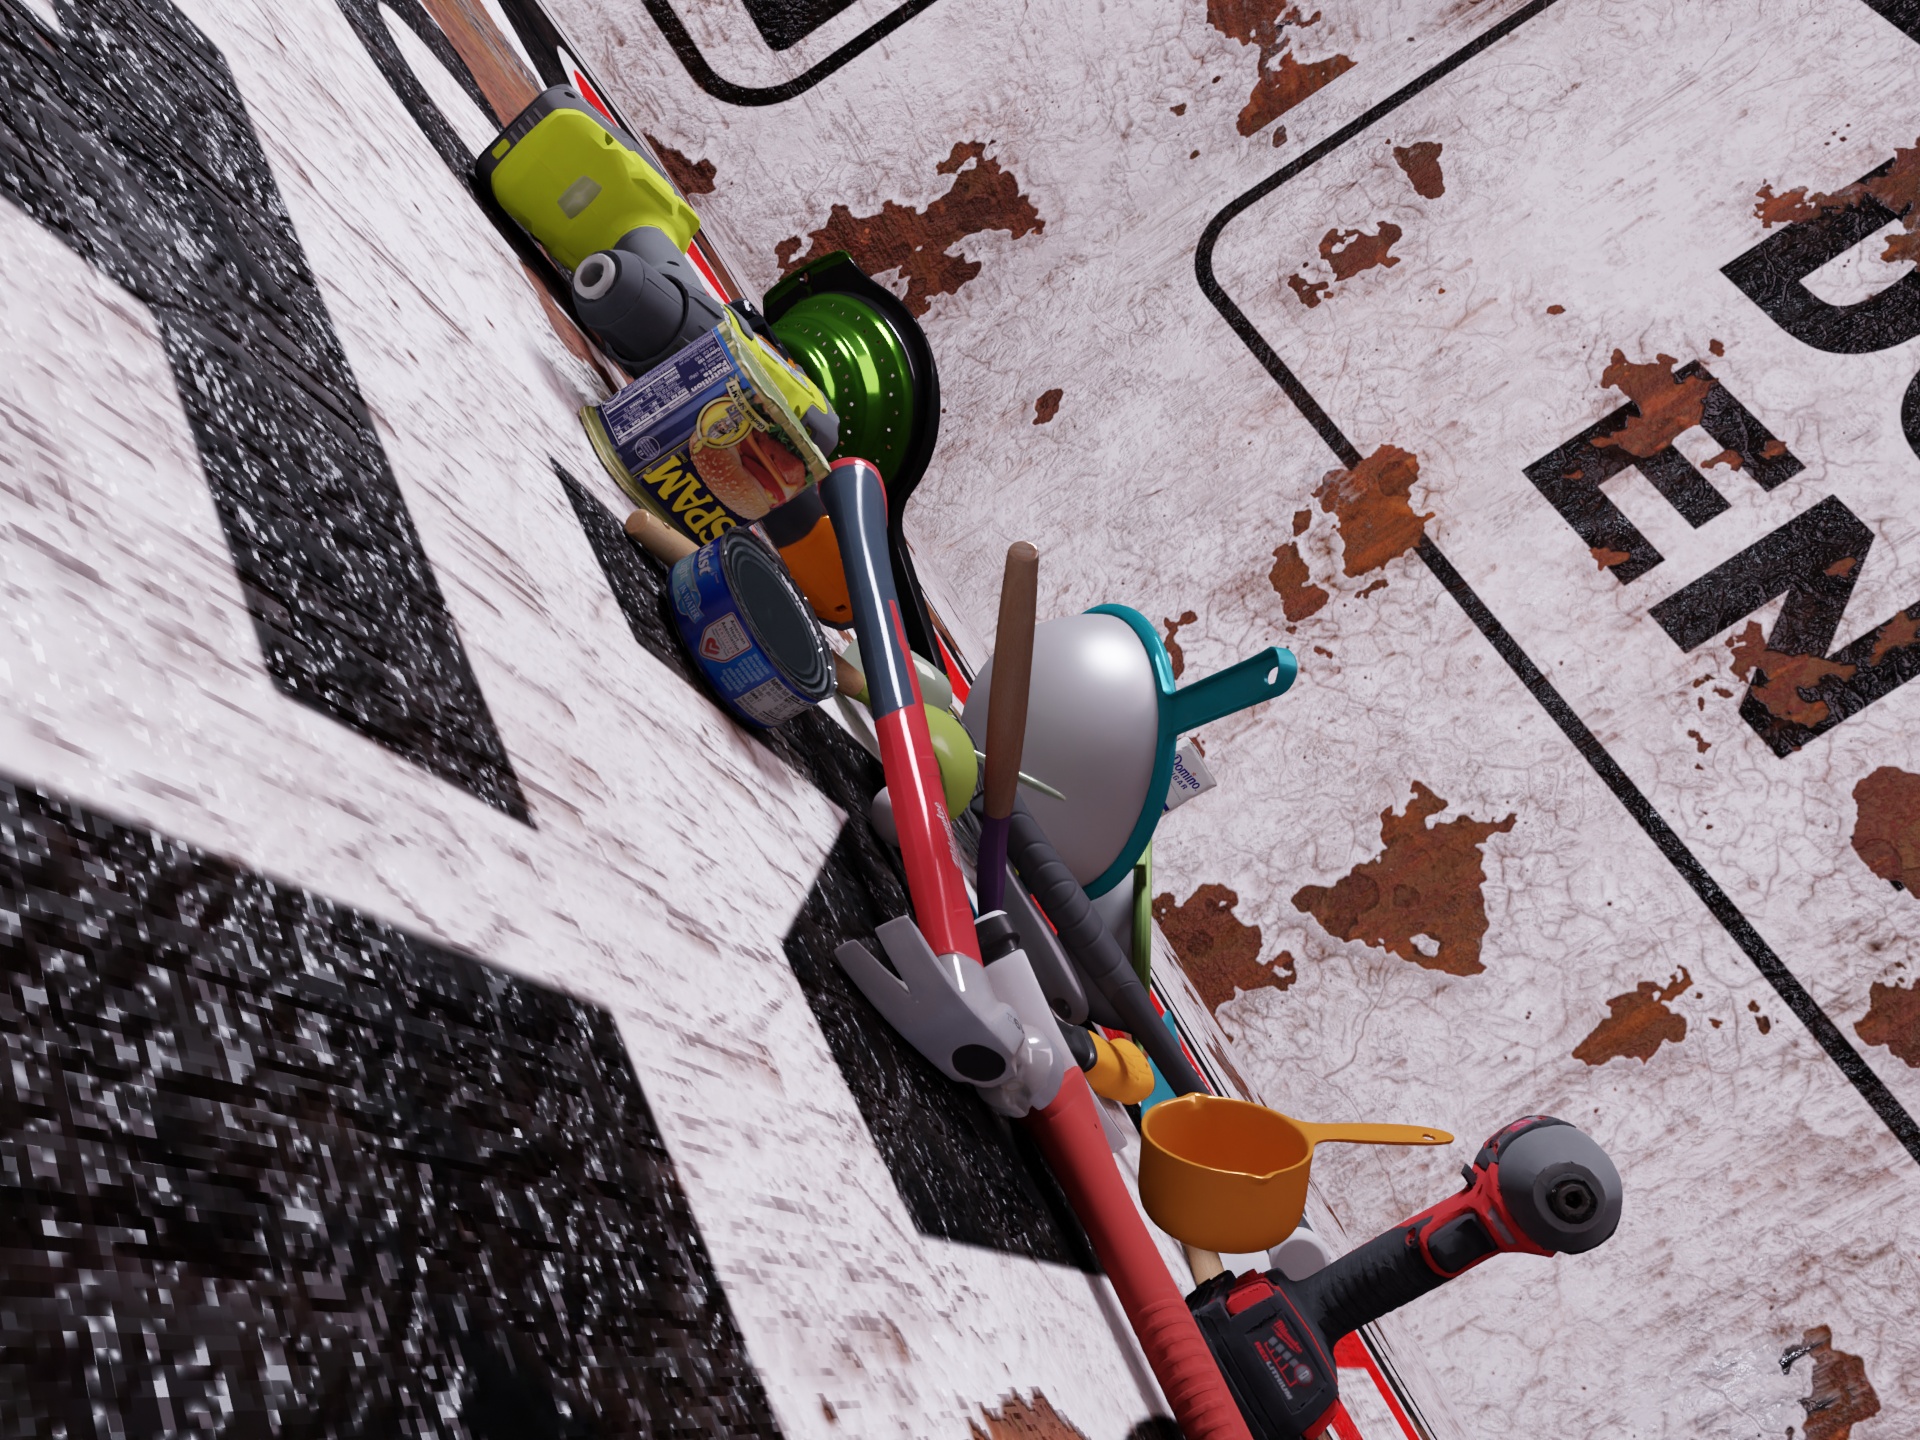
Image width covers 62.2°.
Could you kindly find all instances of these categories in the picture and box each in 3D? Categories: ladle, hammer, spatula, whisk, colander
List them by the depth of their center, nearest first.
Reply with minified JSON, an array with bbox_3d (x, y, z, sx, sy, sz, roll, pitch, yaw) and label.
[{"bbox_3d":[0.110,0.294,0.618,0.149,0.036,0.359,52,8,-51],"label":"hammer"},{"bbox_3d":[-0.036,-0.009,0.754,0.143,0.038,0.387,51,18,-45],"label":"hammer"},{"bbox_3d":[0.020,0.029,0.761,0.315,0.018,0.060,94,-8,-52],"label":"spatula"},{"bbox_3d":[-0.078,-0.021,0.827,0.078,0.062,0.319,53,8,35],"label":"ladle"},{"bbox_3d":[0.075,0.196,0.900,0.127,0.034,0.336,63,5,22],"label":"hammer"},{"bbox_3d":[0.108,0.177,0.949,0.335,0.035,0.146,56,3,10],"label":"hammer"},{"bbox_3d":[0.148,0.289,0.996,0.318,0.044,0.082,-100,175,-74],"label":"spatula"},{"bbox_3d":[0.022,0.090,1.035,0.239,0.055,0.055,61,5,8],"label":"whisk"},{"bbox_3d":[-0.098,-0.182,1.303,0.094,0.204,0.397,-18,90,-51],"label":"colander"}]

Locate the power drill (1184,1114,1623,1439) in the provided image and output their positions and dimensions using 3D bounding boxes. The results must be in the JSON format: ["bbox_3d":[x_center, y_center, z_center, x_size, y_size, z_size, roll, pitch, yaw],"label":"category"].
[{"bbox_3d":[0.217,0.267,0.771,0.079,0.219,0.143,58,4,15],"label":"power drill"}]

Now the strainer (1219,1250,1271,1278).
[{"bbox_3d":[0.196,0.355,1.098,0.087,0.050,0.258,42,2,-3],"label":"strainer"}]

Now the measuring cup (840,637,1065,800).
[{"bbox_3d":[-0.002,-0.003,0.986,0.167,0.038,0.083,28,-9,10],"label":"measuring cup"}]

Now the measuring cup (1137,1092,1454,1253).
[{"bbox_3d":[0.175,0.237,0.827,0.095,0.173,0.052,-137,-128,-72],"label":"measuring cup"}]

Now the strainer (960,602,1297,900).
[{"bbox_3d":[0.082,0.002,1.040,0.340,0.095,0.211,-27,-123,61],"label":"strainer"}]

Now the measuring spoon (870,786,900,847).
[{"bbox_3d":[-0.022,0.089,0.801,0.124,0.018,0.034,67,7,29],"label":"measuring spoon"}]

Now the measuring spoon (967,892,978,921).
[{"bbox_3d":[-0.011,0.091,0.892,0.042,0.021,0.128,-115,180,-55],"label":"measuring spoon"}]

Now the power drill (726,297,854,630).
[{"bbox_3d":[-0.131,-0.184,1.078,0.164,0.084,0.227,50,12,-52],"label":"power drill"}]

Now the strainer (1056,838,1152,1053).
[{"bbox_3d":[0.108,0.151,1.191,0.256,0.069,0.151,-46,137,-82],"label":"strainer"}]

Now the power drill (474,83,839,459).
[{"bbox_3d":[-0.174,-0.242,0.868,0.229,0.080,0.190,54,11,28],"label":"power drill"}]
